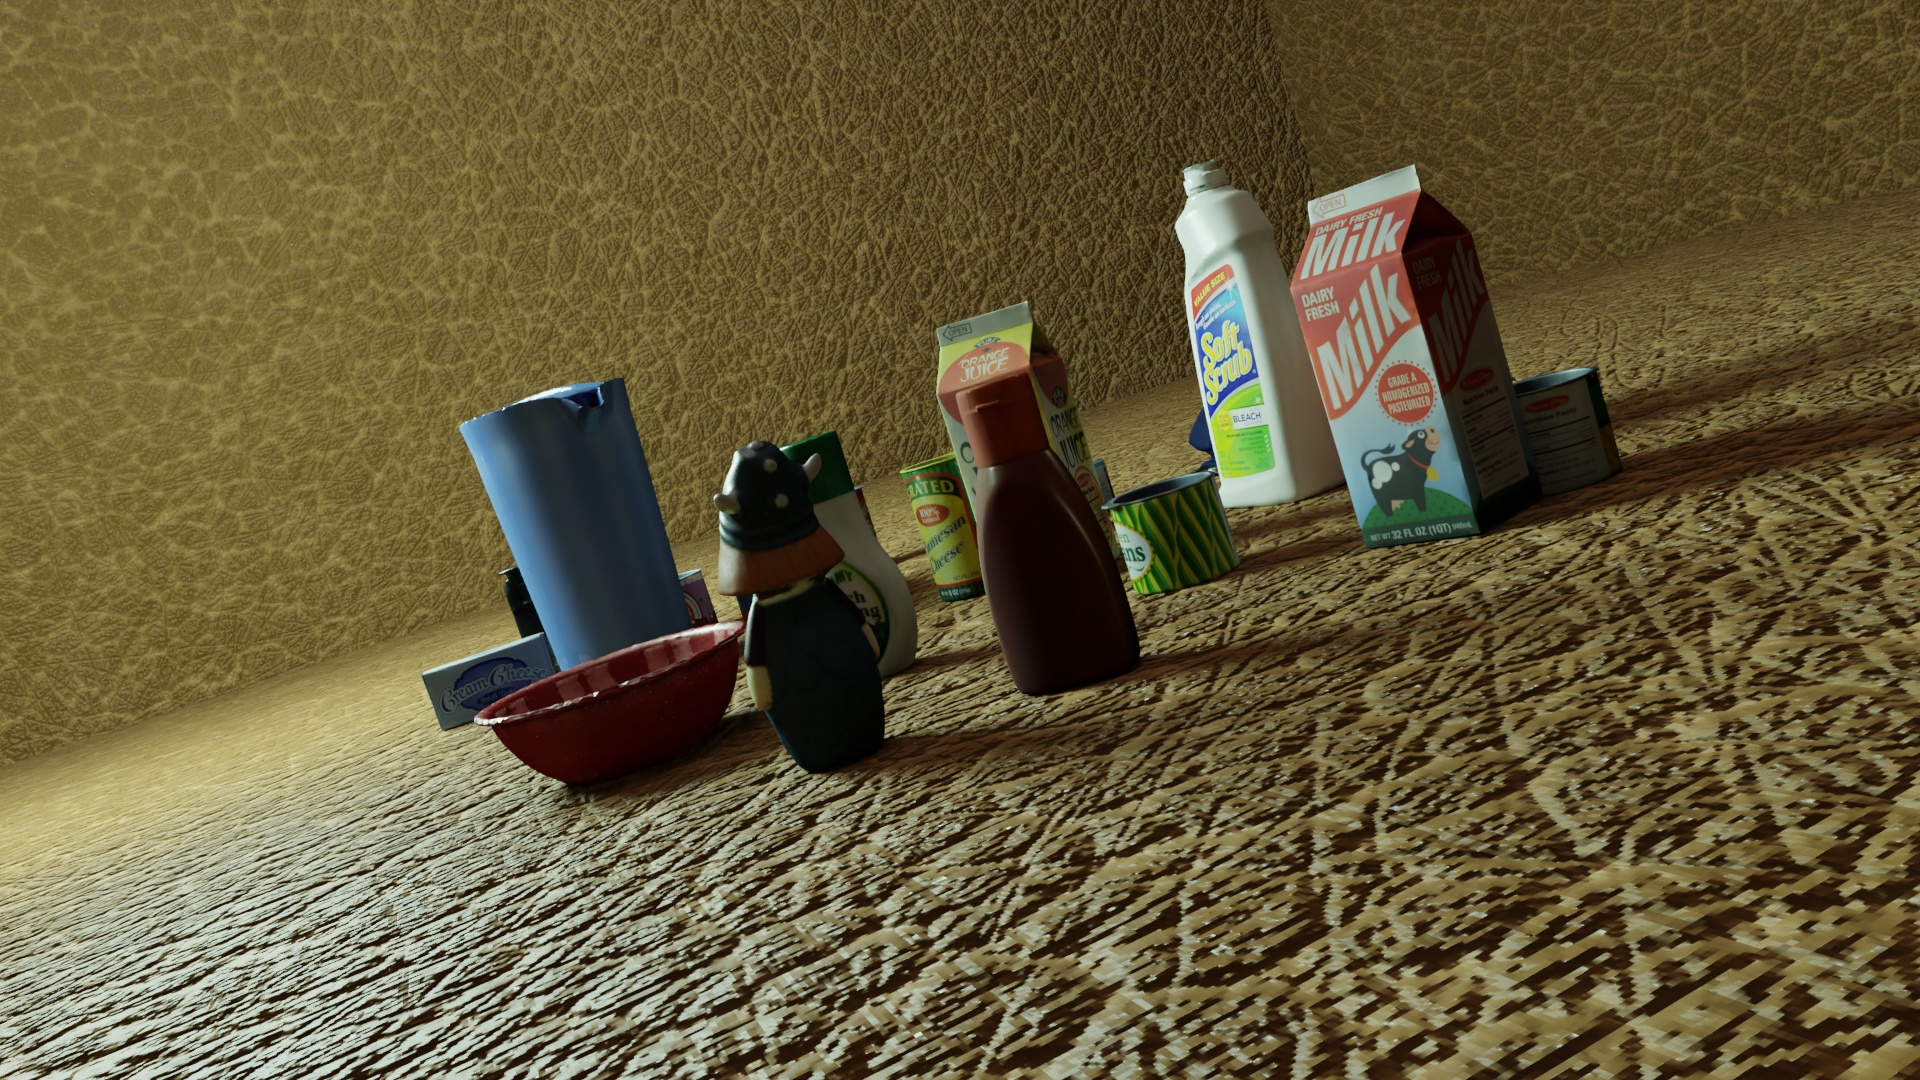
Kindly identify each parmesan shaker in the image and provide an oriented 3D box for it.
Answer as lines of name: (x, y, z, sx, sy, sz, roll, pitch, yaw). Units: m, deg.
parmesan shaker: (0.004, -0.013, 1.033, 0.071, 0.103, 0.071, -17, 6, 2)

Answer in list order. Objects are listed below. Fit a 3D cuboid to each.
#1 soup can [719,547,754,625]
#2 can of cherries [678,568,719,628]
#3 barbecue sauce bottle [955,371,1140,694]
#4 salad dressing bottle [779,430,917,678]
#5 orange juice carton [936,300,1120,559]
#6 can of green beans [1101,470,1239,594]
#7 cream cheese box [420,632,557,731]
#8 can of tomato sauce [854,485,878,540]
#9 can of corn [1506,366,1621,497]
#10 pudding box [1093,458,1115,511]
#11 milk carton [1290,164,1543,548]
soup can: (-0.150, 0.035, 1.118, 0.071, 0.083, 0.071, -17, 6, 2)
can of cherries: (-0.264, 0.064, 1.288, 0.071, 0.058, 0.071, -17, 6, 2)
barbecue sauce bottle: (0.036, -0.004, 0.661, 0.065, 0.148, 0.044, -15, 6, 18)
salad dressing bottle: (-0.070, 0.010, 0.827, 0.064, 0.147, 0.044, -14, 6, 28)
orange juice carton: (0.043, -0.064, 0.960, 0.071, 0.192, 0.073, -15, 6, 23)
can of green beans: (0.128, -0.005, 0.833, 0.071, 0.057, 0.071, -17, 6, 2)
cream cheese box: (-0.400, 0.120, 1.188, 0.104, 0.053, 0.024, -19, 6, -12)
can of tomato sauce: (-0.116, -0.006, 1.387, 0.071, 0.083, 0.071, -17, 6, 2)
can of corn: (0.327, -0.060, 0.775, 0.071, 0.058, 0.071, -17, 6, 2)
pudding box: (0.098, -0.039, 1.256, 0.084, 0.049, 0.030, -21, 7, -31)
milk carton: (0.239, -0.099, 0.745, 0.074, 0.190, 0.072, -22, 7, -39)
